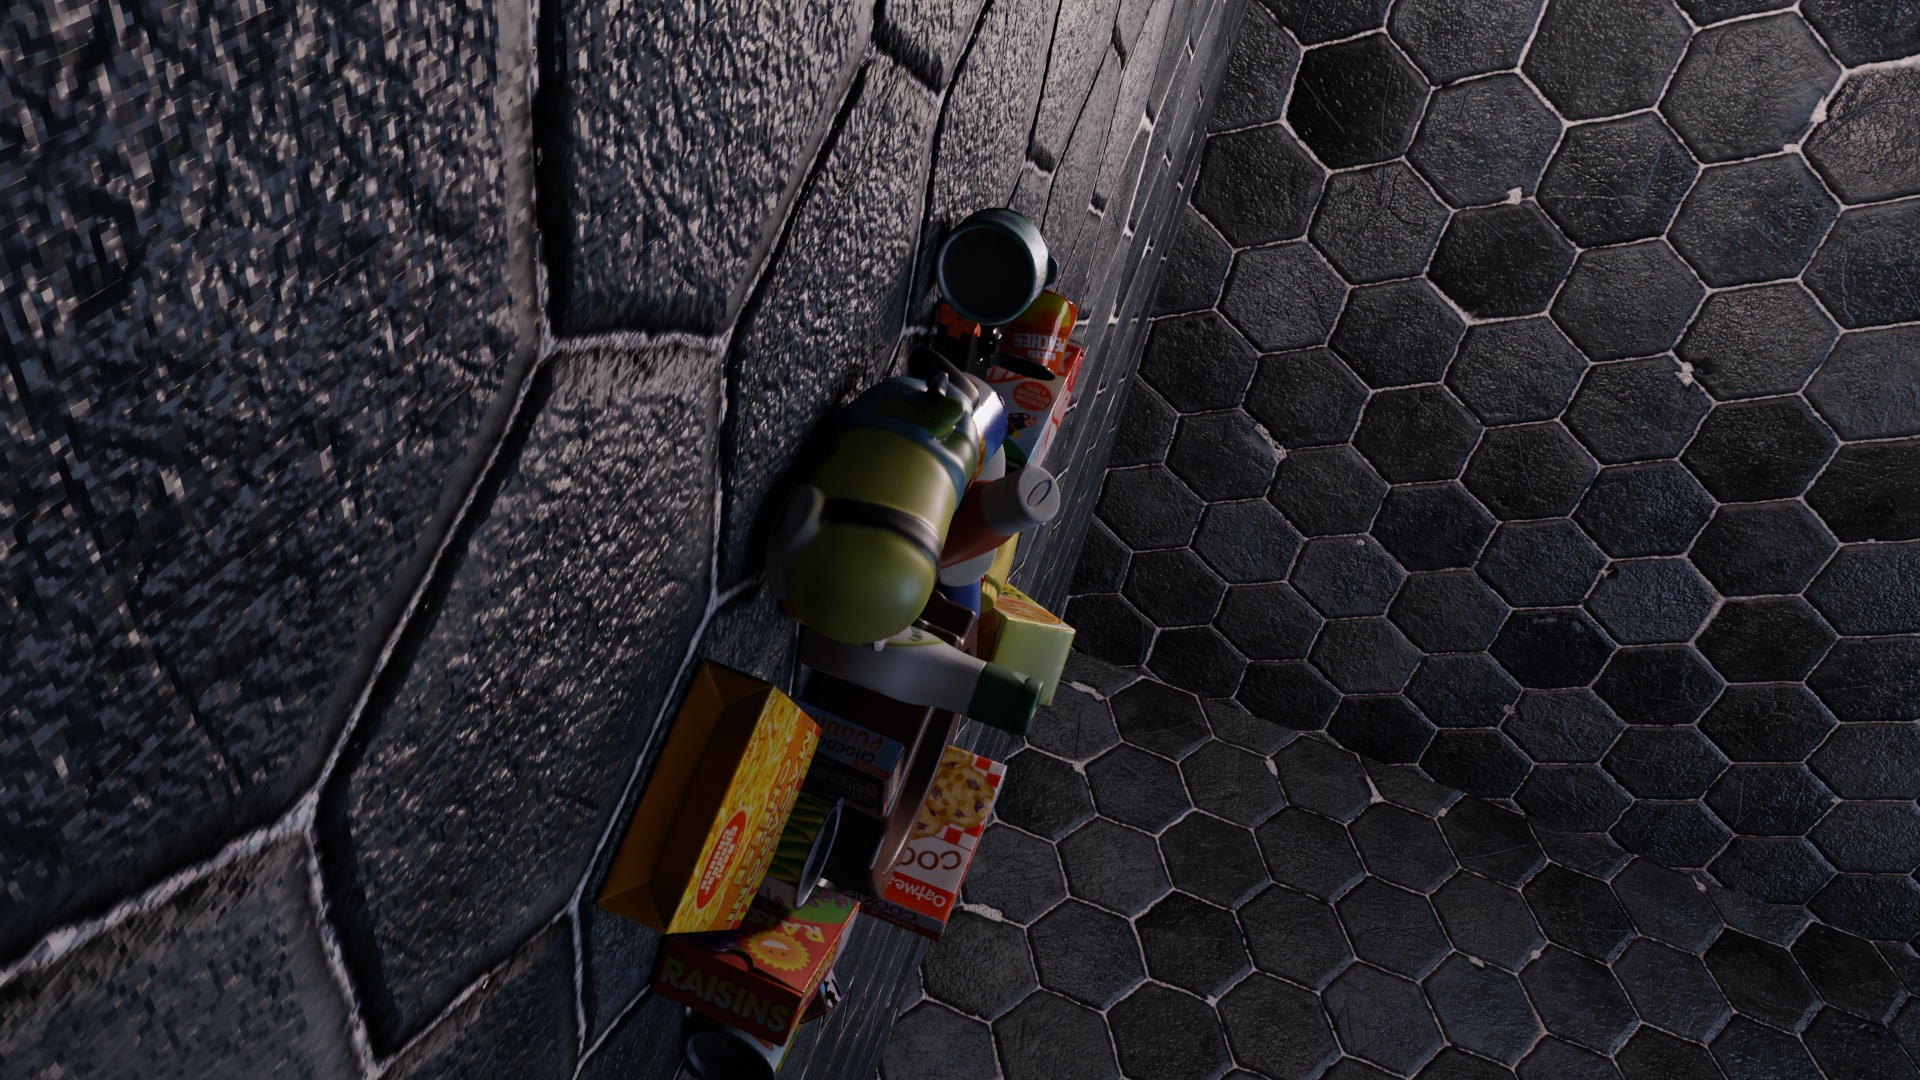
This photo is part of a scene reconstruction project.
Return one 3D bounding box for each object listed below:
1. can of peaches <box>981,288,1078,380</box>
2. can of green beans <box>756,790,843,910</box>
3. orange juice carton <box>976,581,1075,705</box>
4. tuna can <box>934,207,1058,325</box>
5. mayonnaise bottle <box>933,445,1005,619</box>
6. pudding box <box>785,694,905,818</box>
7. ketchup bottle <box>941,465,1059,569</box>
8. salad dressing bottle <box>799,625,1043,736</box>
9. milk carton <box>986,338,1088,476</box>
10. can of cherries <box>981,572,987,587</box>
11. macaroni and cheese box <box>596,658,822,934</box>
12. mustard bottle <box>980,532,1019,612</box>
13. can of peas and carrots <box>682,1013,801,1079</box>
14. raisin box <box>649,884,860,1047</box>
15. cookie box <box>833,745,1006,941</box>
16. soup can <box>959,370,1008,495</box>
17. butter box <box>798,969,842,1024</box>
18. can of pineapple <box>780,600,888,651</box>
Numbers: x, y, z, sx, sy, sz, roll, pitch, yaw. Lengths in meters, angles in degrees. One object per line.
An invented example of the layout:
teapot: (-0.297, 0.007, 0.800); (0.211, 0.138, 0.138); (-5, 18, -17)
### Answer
can of peaches: (0.053, -0.163, 1.077); (0.071, 0.071, 0.058); (49, 60, -81)
can of green beans: (-0.111, 0.179, 0.830); (0.071, 0.058, 0.071); (17, 93, -82)
orange juice carton: (0.020, 0.077, 1.255); (0.193, 0.073, 0.071); (34, -72, 61)
tuna can: (0.022, -0.166, 0.846); (0.033, 0.071, 0.070); (-55, 163, -59)
mayonnaise bottle: (-0.002, -0.007, 1.020); (0.041, 0.065, 0.147); (-133, -142, -52)
pudding box: (-0.078, 0.132, 0.847); (0.049, 0.084, 0.030); (101, 15, -51)
ketchup bottle: (0.003, -0.011, 0.907); (0.148, 0.043, 0.065); (-21, -159, 48)
salad dressing bottle: (-0.023, 0.079, 0.855); (0.064, 0.148, 0.044); (-39, 147, -76)
milk carton: (0.045, -0.110, 1.141); (0.073, 0.072, 0.191); (99, 14, -53)
can of cherries: (-0.003, 0.007, 1.099); (0.071, 0.071, 0.058); (45, 65, -81)
macaroni and cheese box: (-0.122, 0.138, 0.718); (0.166, 0.040, 0.124); (79, 32, -74)
mustard bottle: (0.014, 0.010, 1.167); (0.048, 0.065, 0.161); (99, 1, -56)
can of peas and carrots: (-0.147, 0.332, 0.940); (0.059, 0.071, 0.070); (-61, 168, -53)
raisin box: (-0.118, 0.239, 0.824); (0.123, 0.086, 0.040); (-39, 149, -75)
cookie box: (-0.045, 0.253, 1.223); (0.040, 0.123, 0.168); (100, 12, -48)
soup can: (-0.012, -0.061, 0.884); (0.084, 0.071, 0.071); (-56, 163, -60)
butter box: (-0.112, 0.269, 0.936); (0.053, 0.024, 0.103); (65, 1, -77)
can of pineapple: (-0.062, 0.022, 0.780); (0.071, 0.058, 0.071); (17, 93, -82)
